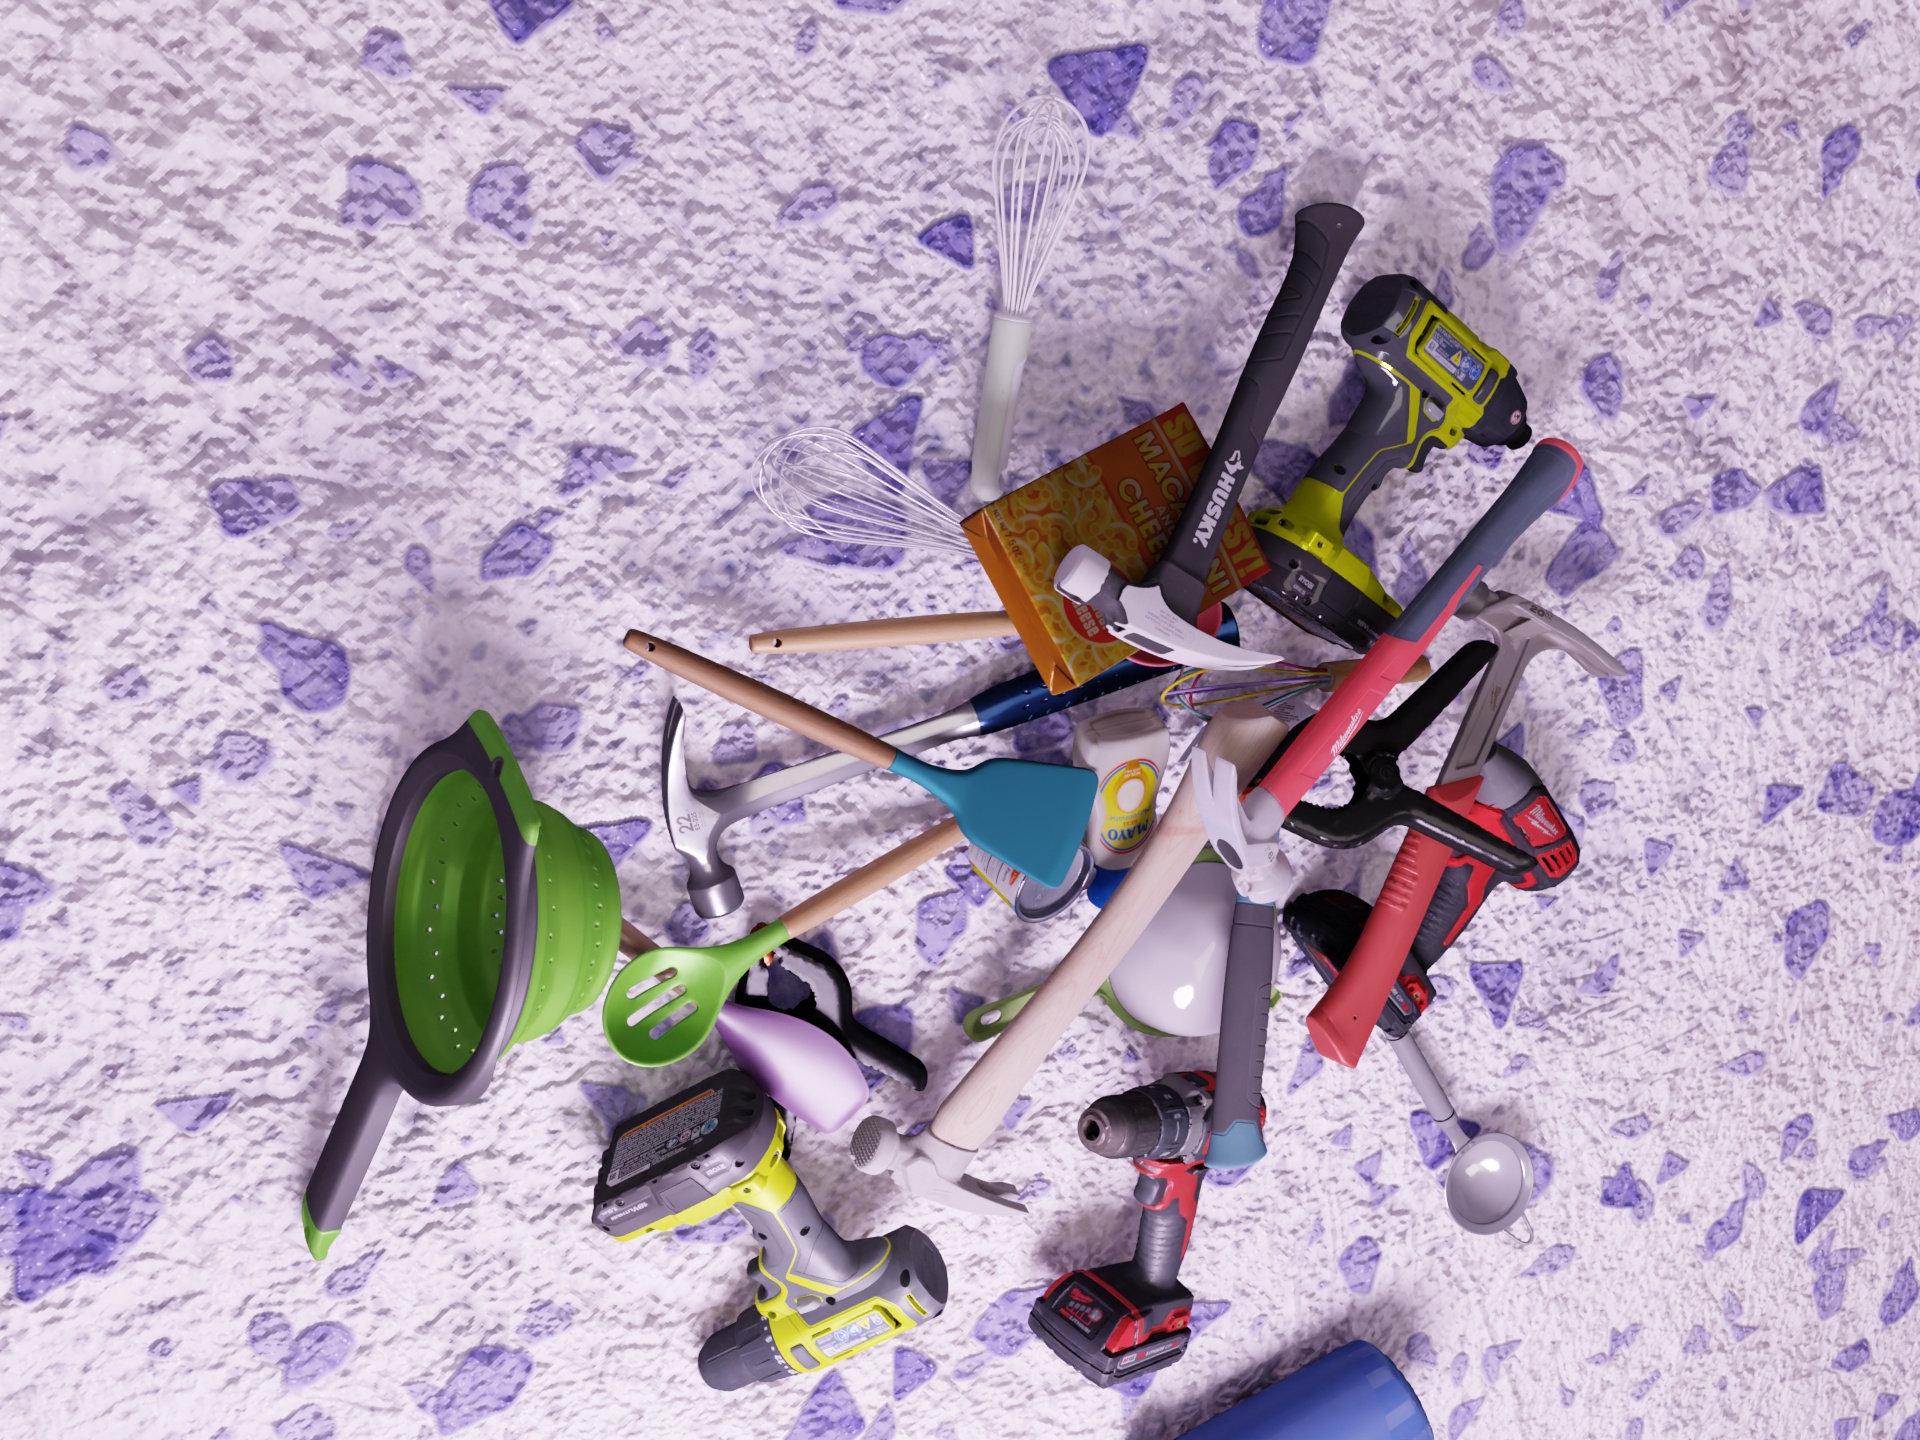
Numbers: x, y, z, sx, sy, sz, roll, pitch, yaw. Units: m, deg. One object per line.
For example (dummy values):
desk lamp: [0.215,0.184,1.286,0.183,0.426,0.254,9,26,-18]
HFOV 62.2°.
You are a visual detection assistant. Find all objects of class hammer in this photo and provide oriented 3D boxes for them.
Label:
hammer: [0.185,-0.187,1.000,0.146,0.035,0.335,30,73,-16]
hammer: [0.095,0.165,1.077,0.146,0.038,0.410,29,103,-30]
hammer: [0.347,0.082,1.136,0.149,0.037,0.359,28,81,-12]
hammer: [-0.002,-0.003,1.051,0.405,0.035,0.144,-20,112,-13]
hammer: [0.205,0.143,1.107,0.128,0.033,0.331,10,79,-18]
hammer: [0.288,-0.061,1.040,0.386,0.038,0.143,-47,138,-17]

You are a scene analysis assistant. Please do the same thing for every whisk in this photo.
whisk: [0.035,-0.256,0.982,0.059,0.058,0.246,13,109,12]
whisk: [0.240,-0.029,1.107,0.245,0.051,0.047,-6,124,-32]
whisk: [-0.002,-0.117,1.008,0.284,0.070,0.070,18,100,-29]

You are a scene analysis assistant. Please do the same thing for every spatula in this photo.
spatula: [-0.182,0.163,1.024,0.315,0.018,0.060,41,98,-17]
spatula: [-0.061,0.012,0.989,0.317,0.044,0.082,25,80,-23]

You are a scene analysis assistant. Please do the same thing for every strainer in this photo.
strainer: [0.399,0.327,1.298,0.087,0.050,0.258,-37,109,-13]
strainer: [0.129,0.188,1.139,0.256,0.069,0.151,-18,112,-16]

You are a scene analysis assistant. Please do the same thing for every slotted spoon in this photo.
slotted spoon: [-0.092,0.125,1.035,0.314,0.031,0.070,-29,97,-22]

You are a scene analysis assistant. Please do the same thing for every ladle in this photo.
ladle: [0.021,-0.059,1.004,0.315,0.031,0.069,-6,97,-21]

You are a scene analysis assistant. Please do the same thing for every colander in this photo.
colander: [-0.297,0.179,0.950,0.094,0.205,0.397,7,123,-41]

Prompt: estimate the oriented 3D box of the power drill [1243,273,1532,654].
power drill: [0.292,-0.165,1.087,0.171,0.080,0.223,30,92,-30]

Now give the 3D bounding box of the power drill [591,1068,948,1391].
power drill: [-0.143,0.359,1.077,0.190,0.080,0.228,-29,115,14]

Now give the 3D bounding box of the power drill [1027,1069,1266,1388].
power drill: [0.127,0.363,1.161,0.187,0.080,0.226,9,103,-47]

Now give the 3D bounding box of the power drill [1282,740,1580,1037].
power drill: [0.359,0.118,1.200,0.219,0.079,0.143,-42,115,-7]
